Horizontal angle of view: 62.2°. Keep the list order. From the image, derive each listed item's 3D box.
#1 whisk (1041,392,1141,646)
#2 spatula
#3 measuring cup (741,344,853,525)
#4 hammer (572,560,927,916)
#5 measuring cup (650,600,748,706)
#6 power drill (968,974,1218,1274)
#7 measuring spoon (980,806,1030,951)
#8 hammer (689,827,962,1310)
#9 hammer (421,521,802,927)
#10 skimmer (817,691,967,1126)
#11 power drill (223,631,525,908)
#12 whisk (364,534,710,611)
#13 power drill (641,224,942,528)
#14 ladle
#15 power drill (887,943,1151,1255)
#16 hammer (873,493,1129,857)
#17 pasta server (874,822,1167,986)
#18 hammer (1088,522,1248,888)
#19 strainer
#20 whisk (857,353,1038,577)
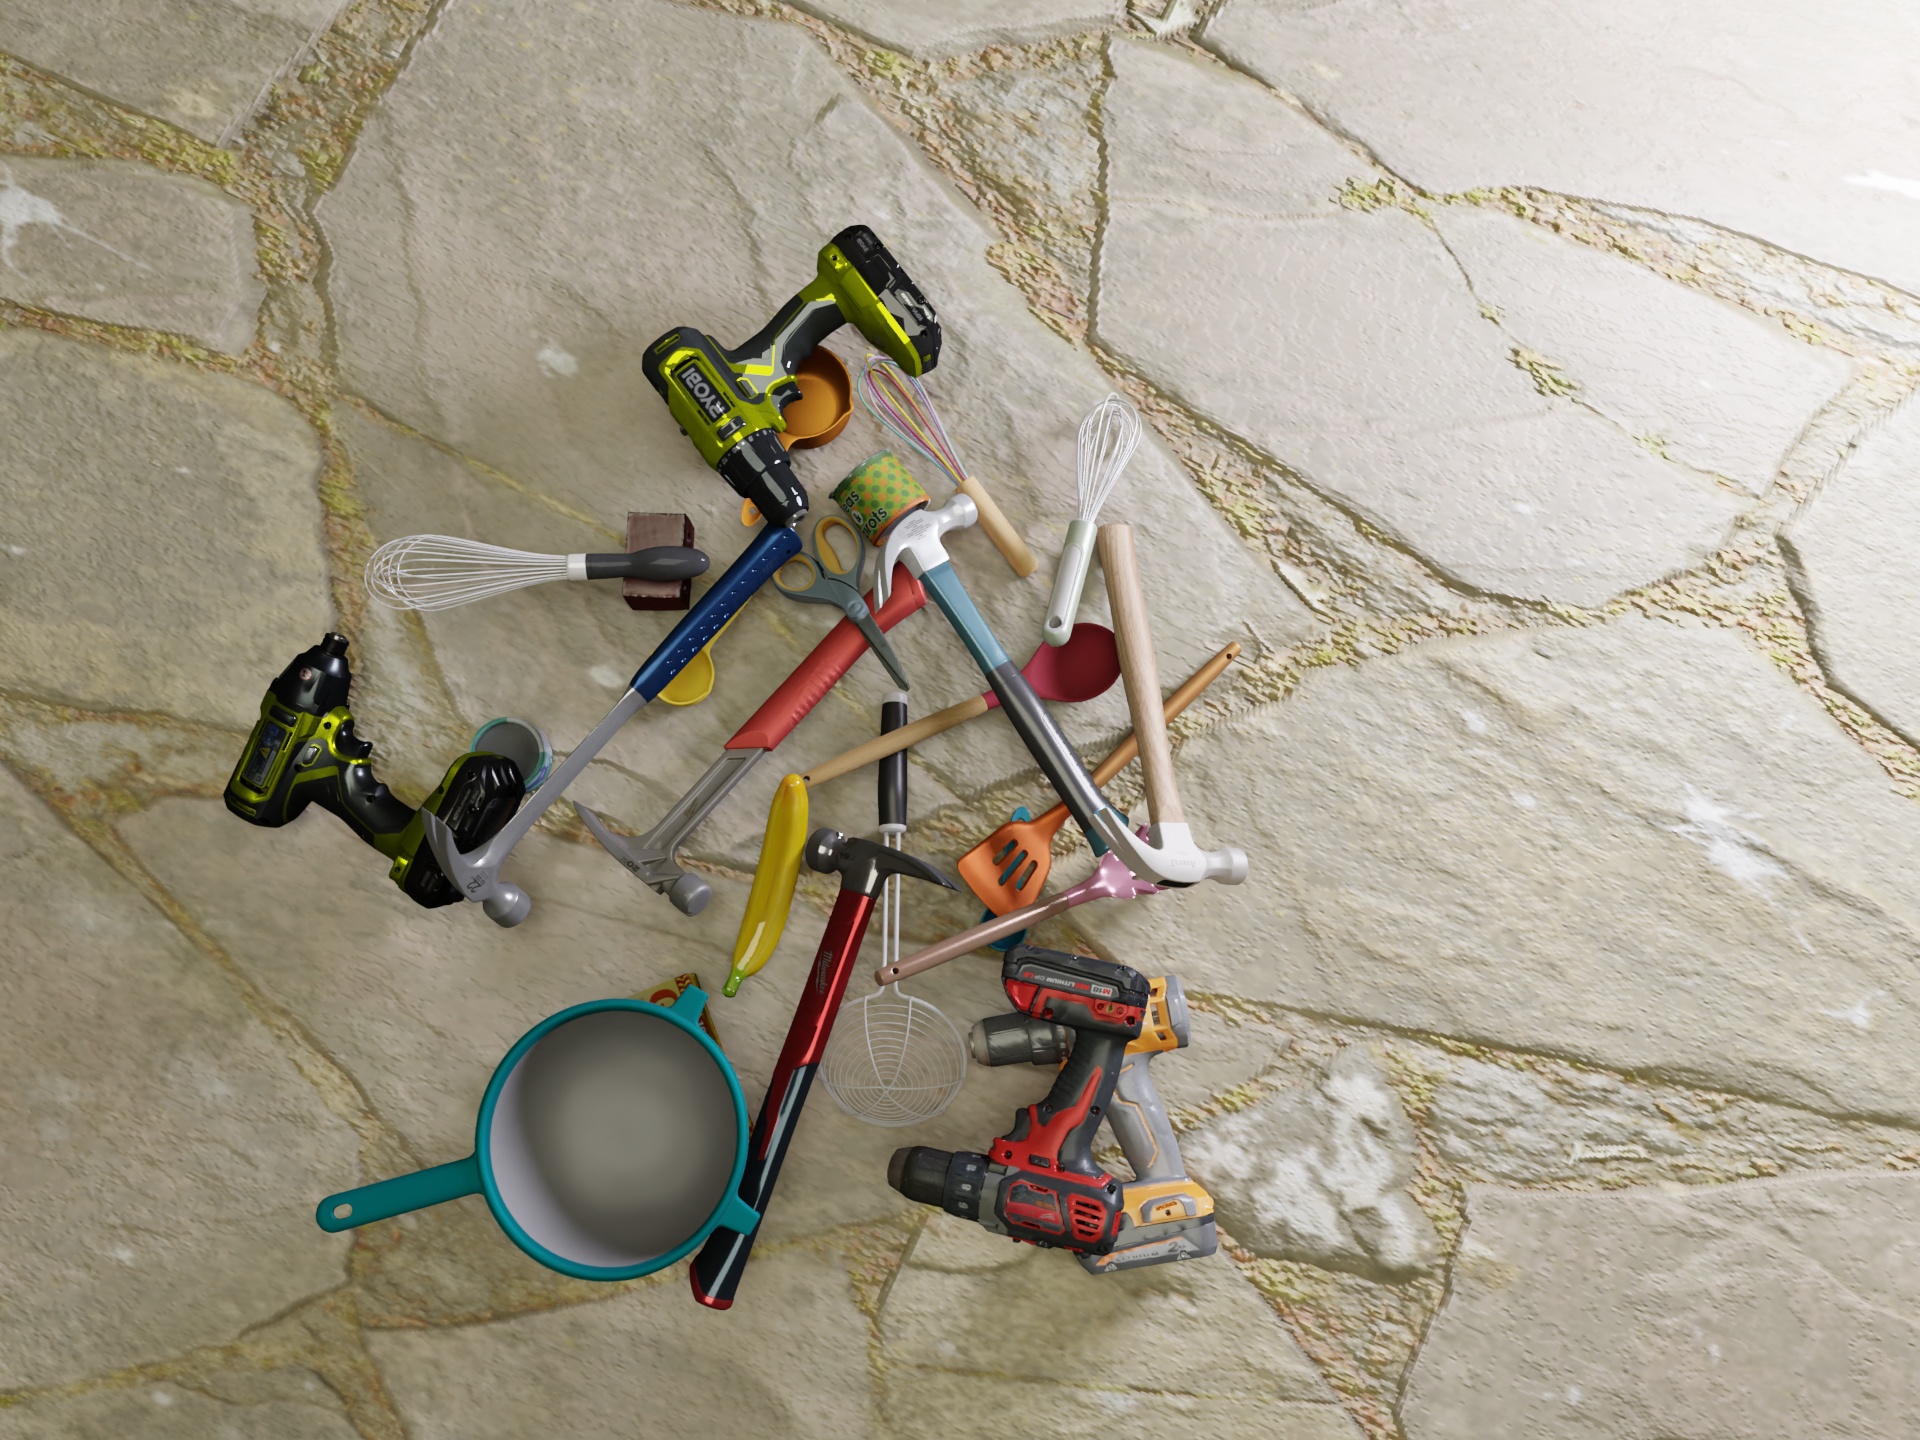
[{"bbox_3d":[0.109,-0.177,1.386,0.058,0.059,0.246,8,70,22],"label":"whisk"},{"bbox_3d":[0.131,0.043,1.378,0.322,0.041,0.081,-43,99,-8],"label":"spatula"},{"bbox_3d":[-0.154,-0.246,1.409,0.095,0.052,0.173,21,84,2],"label":"measuring cup"},{"bbox_3d":[-0.164,-0.008,1.371,0.149,0.036,0.359,37,78,24],"label":"hammer"},{"bbox_3d":[-0.215,-0.079,1.397,0.062,0.029,0.156,34,78,3],"label":"measuring cup"},{"bbox_3d":[0.111,0.335,1.319,0.185,0.084,0.226,-9,78,0],"label":"power drill"},{"bbox_3d":[0.042,0.138,1.378,0.042,0.021,0.129,14,72,-12],"label":"measuring spoon"},{"bbox_3d":[-0.121,0.285,1.278,0.143,0.038,0.386,14,80,34],"label":"hammer"},{"bbox_3d":[-0.276,-0.016,1.316,0.035,0.143,0.405,30,71,32],"label":"hammer"},{"bbox_3d":[-0.057,0.159,1.364,0.127,0.090,0.363,-1,72,4],"label":"skimmer"},{"bbox_3d":[-0.487,0.043,1.326,0.223,0.080,0.171,28,96,9],"label":"power drill"},{"bbox_3d":[-0.354,-0.126,1.334,0.284,0.070,0.070,-2,82,-5],"label":"whisk"},{"bbox_3d":[-0.130,-0.292,1.351,0.228,0.080,0.190,-37,84,-4],"label":"power drill"},{"bbox_3d":[-0.002,-0.004,1.367,0.315,0.031,0.069,-23,78,-14],"label":"ladle"},{"bbox_3d":[0.051,0.295,1.264,0.188,0.080,0.227,10,80,13],"label":"power drill"},{"bbox_3d":[0.040,-0.033,1.341,0.128,0.033,0.331,-29,82,-30],"label":"hammer"},{"bbox_3d":[0.067,0.154,1.304,0.316,0.040,0.060,-18,72,-31],"label":"pasta server"},{"bbox_3d":[0.154,-0.018,1.353,0.130,0.031,0.332,3,66,-26],"label":"hammer"},{"bbox_3d":[-0.328,0.344,1.259,0.340,0.095,0.211,-15,79,0],"label":"strainer"},{"bbox_3d":[-0.012,-0.227,1.414,0.051,0.047,0.245,-36,87,-7],"label":"whisk"}]
